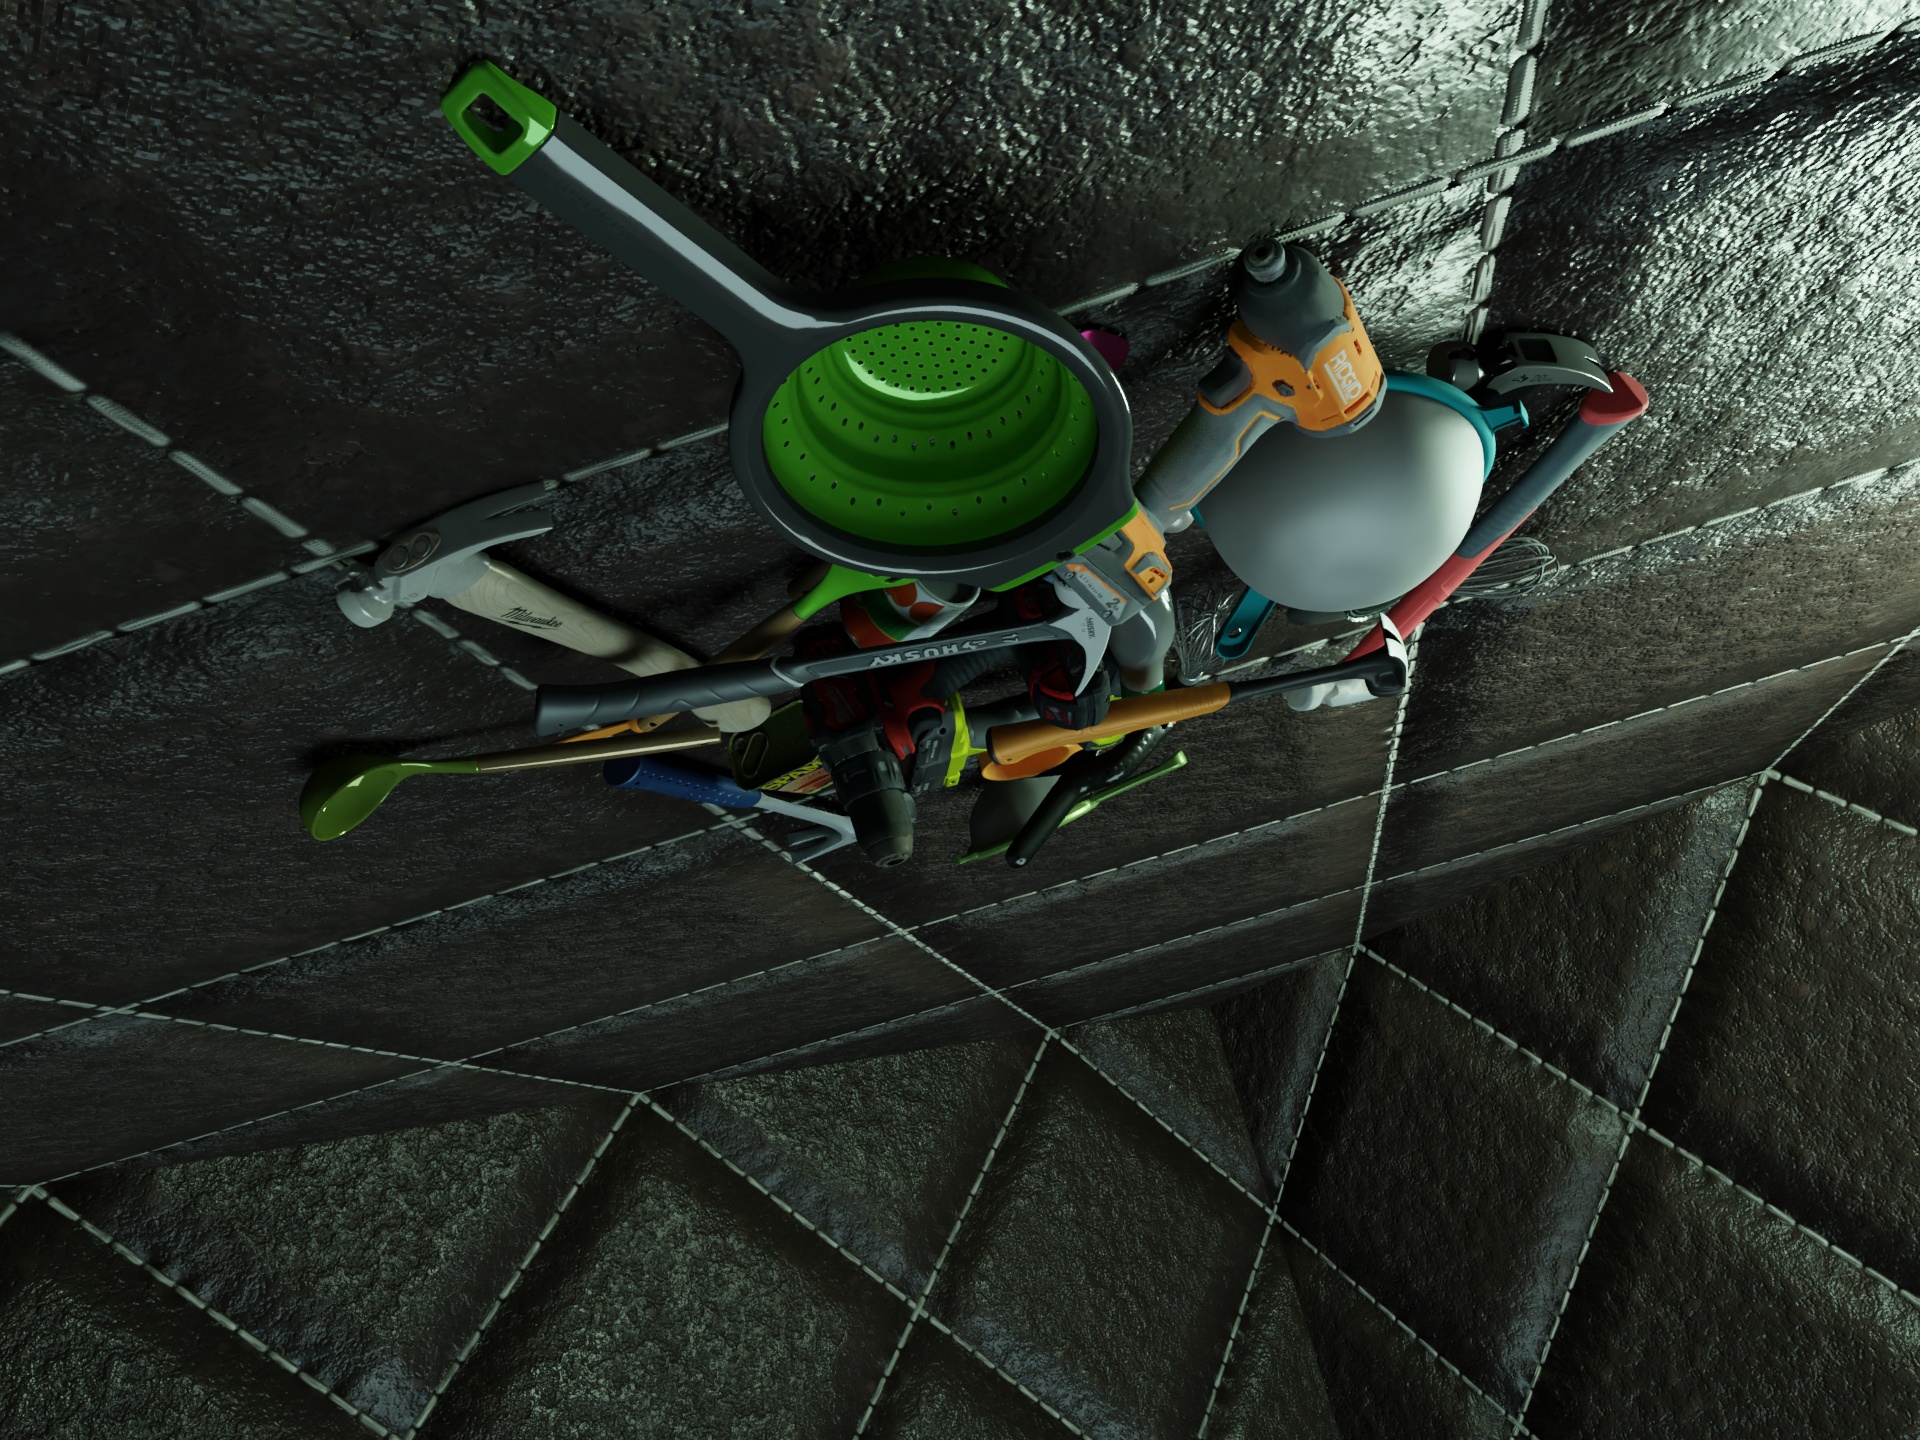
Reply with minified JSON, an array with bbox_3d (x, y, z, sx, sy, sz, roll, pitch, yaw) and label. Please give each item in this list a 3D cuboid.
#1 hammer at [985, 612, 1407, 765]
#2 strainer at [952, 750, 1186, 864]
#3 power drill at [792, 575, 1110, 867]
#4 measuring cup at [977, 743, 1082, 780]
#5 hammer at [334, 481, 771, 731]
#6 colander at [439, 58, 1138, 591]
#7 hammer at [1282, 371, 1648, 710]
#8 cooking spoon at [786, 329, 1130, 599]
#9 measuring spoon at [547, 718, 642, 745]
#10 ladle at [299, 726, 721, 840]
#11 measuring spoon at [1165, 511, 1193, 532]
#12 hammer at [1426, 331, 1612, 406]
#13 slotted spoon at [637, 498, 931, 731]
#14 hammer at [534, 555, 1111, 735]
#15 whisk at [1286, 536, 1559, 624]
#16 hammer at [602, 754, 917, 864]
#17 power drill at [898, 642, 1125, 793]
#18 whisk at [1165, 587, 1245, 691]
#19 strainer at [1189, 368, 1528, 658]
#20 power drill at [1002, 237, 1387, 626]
[{"bbox_3d":[0.181,-0.015,1.255,0.337,0.034,0.127,-13,162,13],"label":"hammer"},{"bbox_3d":[0.107,0.064,1.627,0.256,0.069,0.151,-26,180,26],"label":"strainer"},{"bbox_3d":[-0.002,-0.004,1.208,0.226,0.188,0.080,-18,161,-3],"label":"power drill"},{"bbox_3d":[0.097,0.004,1.502,0.173,0.052,0.095,-18,161,5],"label":"measuring cup"},{"bbox_3d":[-0.234,-0.058,1.110,0.146,0.038,0.410,-22,160,16],"label":"hammer"},{"bbox_3d":[-0.070,-0.203,0.775,0.204,0.095,0.396,-27,139,33],"label":"colander"},{"bbox_3d":[0.416,-0.132,1.282,0.143,0.038,0.386,-10,152,-33],"label":"hammer"},{"bbox_3d":[-0.015,-0.156,1.021,0.068,0.017,0.319,7,151,-43],"label":"cooking spoon"},{"bbox_3d":[-0.307,0.019,1.303,0.117,0.011,0.021,-18,161,9],"label":"measuring spoon"},{"bbox_3d":[-0.345,0.042,1.232,0.320,0.062,0.078,-7,163,-8],"label":"ladle"},{"bbox_3d":[0.179,-0.167,1.133,0.034,0.018,0.124,-2,157,-31],"label":"measuring spoon"},{"bbox_3d":[0.339,-0.180,1.189,0.146,0.035,0.334,-7,160,-19],"label":"hammer"},{"bbox_3d":[-0.126,-0.063,1.100,0.313,0.031,0.070,-31,133,34],"label":"slotted spoon"},{"bbox_3d":[-0.097,-0.036,1.094,0.409,0.036,0.149,-9,152,5],"label":"hammer"},{"bbox_3d":[0.406,-0.117,1.400,0.239,0.055,0.055,-13,161,5],"label":"whisk"},{"bbox_3d":[-0.198,0.079,1.514,0.144,0.035,0.405,-23,159,22],"label":"hammer"},{"bbox_3d":[0.055,-0.018,1.372,0.223,0.080,0.171,-13,154,-15],"label":"power drill"},{"bbox_3d":[0.211,-0.052,1.424,0.070,0.070,0.284,-14,165,-3],"label":"whisk"},{"bbox_3d":[0.247,-0.106,1.132,0.211,0.095,0.340,4,151,-9],"label":"strainer"},{"bbox_3d":[0.134,-0.171,0.921,0.226,0.084,0.164,-40,148,9],"label":"power drill"}]
